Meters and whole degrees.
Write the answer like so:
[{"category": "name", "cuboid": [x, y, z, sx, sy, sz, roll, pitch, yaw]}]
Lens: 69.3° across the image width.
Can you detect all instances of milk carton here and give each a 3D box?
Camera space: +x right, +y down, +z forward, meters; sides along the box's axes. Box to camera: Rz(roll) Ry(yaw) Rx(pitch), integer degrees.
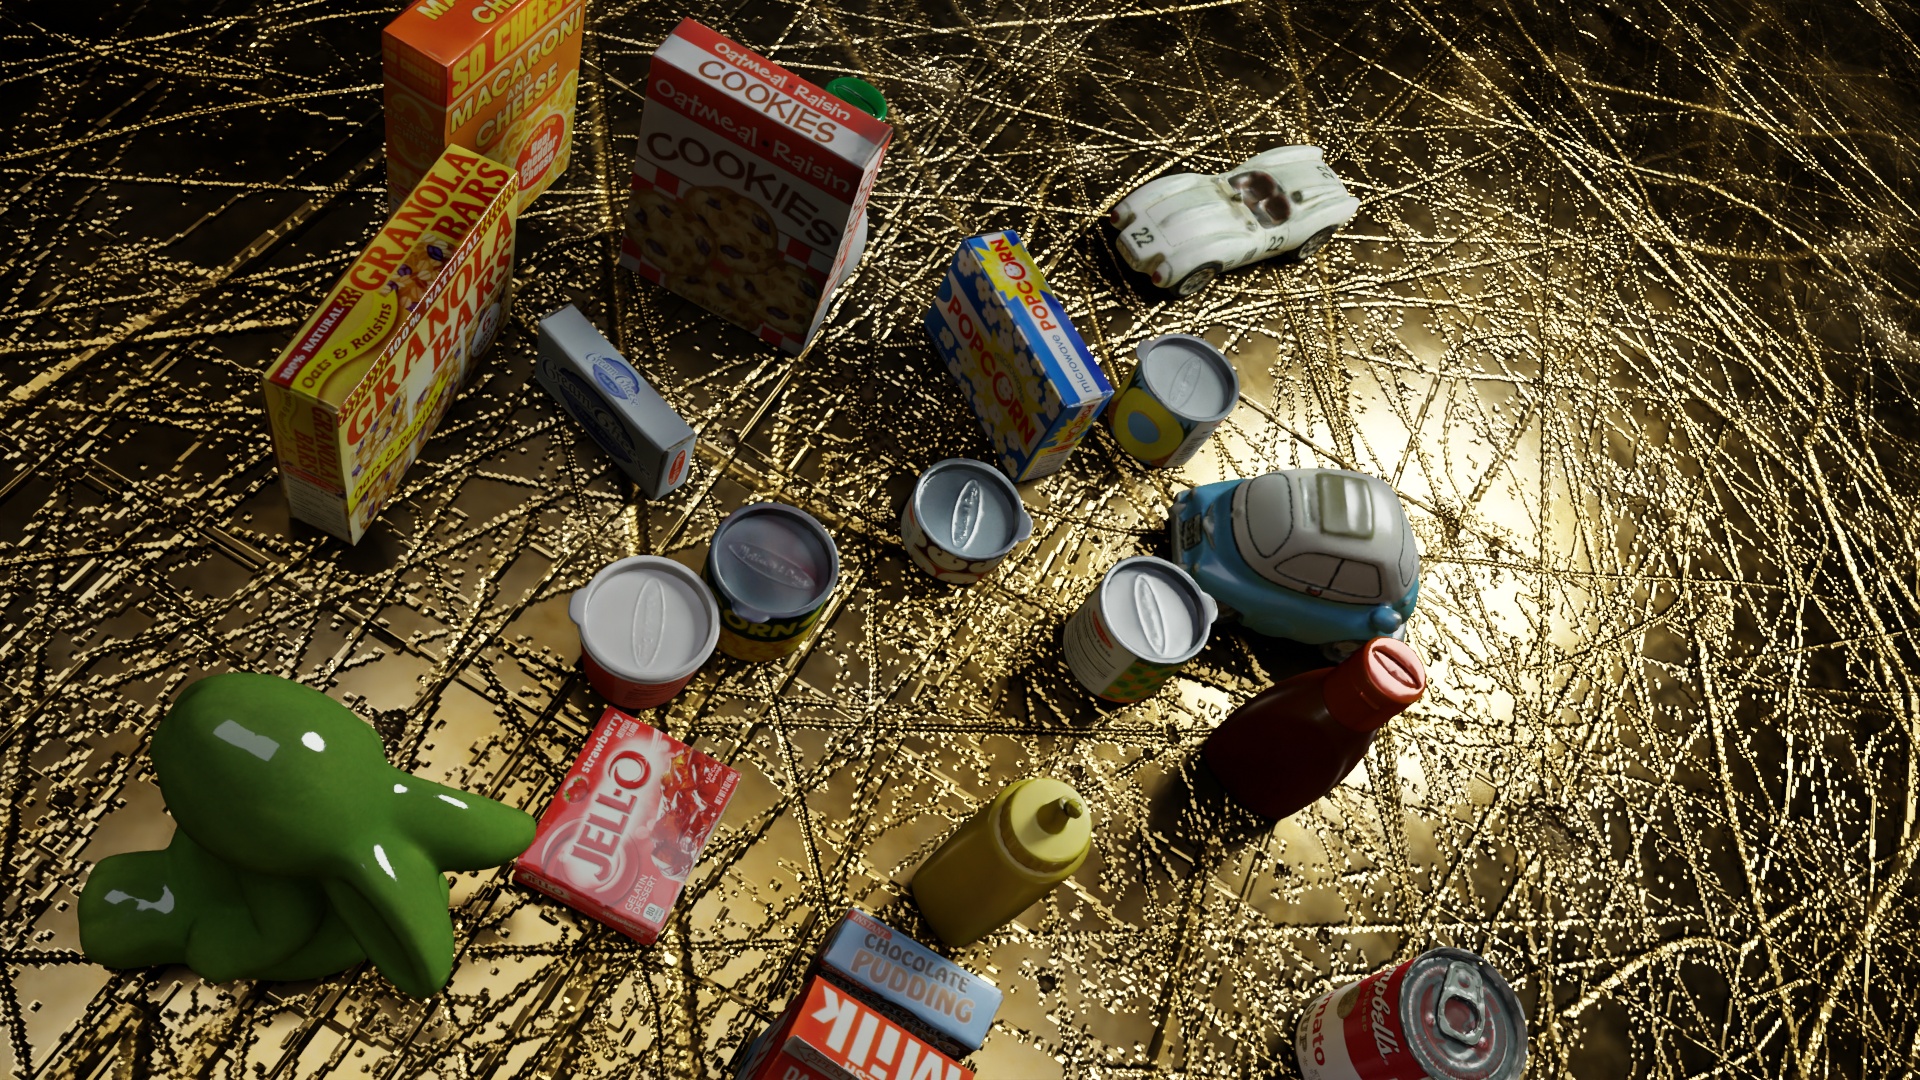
[{"category": "milk carton", "cuboid": [-0.055, 0.229, 0.539, 0.072, 0.189, 0.074, 32, 56, 0]}]

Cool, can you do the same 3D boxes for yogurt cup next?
[{"category": "yogurt cup", "cuboid": [-0.157, 0.049, 0.689, 0.072, 0.053, 0.073, 9, 59, -15]}]

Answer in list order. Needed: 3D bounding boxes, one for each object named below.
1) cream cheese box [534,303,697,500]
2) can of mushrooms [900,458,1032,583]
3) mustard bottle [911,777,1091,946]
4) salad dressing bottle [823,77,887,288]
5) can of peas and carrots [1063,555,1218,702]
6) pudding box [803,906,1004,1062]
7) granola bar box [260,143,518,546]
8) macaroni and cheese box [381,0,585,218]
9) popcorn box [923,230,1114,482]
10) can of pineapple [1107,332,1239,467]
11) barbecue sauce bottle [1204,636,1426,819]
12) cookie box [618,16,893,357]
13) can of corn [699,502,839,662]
[{"category": "cream cheese box", "cuboid": [-0.188, -0.074, 0.750, 0.104, 0.053, 0.024, 45, 57, 9]}, {"category": "can of mushrooms", "cuboid": [0.003, -0.010, 0.795, 0.071, 0.033, 0.071, 9, 59, -15]}, {"category": "mustard bottle", "cuboid": [0.025, 0.142, 0.637, 0.065, 0.159, 0.049, -26, 73, -30]}, {"category": "salad dressing bottle", "cuboid": [-0.078, -0.202, 0.808, 0.064, 0.147, 0.044, 36, 56, 2]}, {"category": "can of peas and carrots", "cuboid": [0.100, 0.050, 0.780, 0.071, 0.058, 0.071, 9, 59, -15]}, {"category": "pudding box", "cuboid": [-0.027, 0.208, 0.647, 0.084, 0.049, 0.030, 31, 56, -1]}, {"category": "granola bar box", "cuboid": [-0.277, -0.097, 0.688, 0.039, 0.123, 0.166, 24, 56, -6]}, {"category": "macaroni and cheese box", "cuboid": [-0.257, -0.235, 0.750, 0.040, 0.165, 0.124, 31, 56, -1]}, {"category": "popcorn box", "cuboid": [0.032, -0.110, 0.833, 0.038, 0.084, 0.127, -19, 69, -28]}, {"category": "can of pineapple", "cuboid": [0.132, -0.089, 0.873, 0.071, 0.057, 0.071, 9, 59, -15]}, {"category": "barbecue sauce bottle", "cuboid": [0.187, 0.097, 0.730, 0.065, 0.147, 0.044, 42, 56, 7]}, {"category": "cookie box", "cuboid": [-0.119, -0.191, 0.775, 0.123, 0.166, 0.040, 28, 56, -3]}, {"category": "can of corn", "cuboid": [-0.103, 0.025, 0.721, 0.071, 0.058, 0.071, 9, 59, -15]}]
